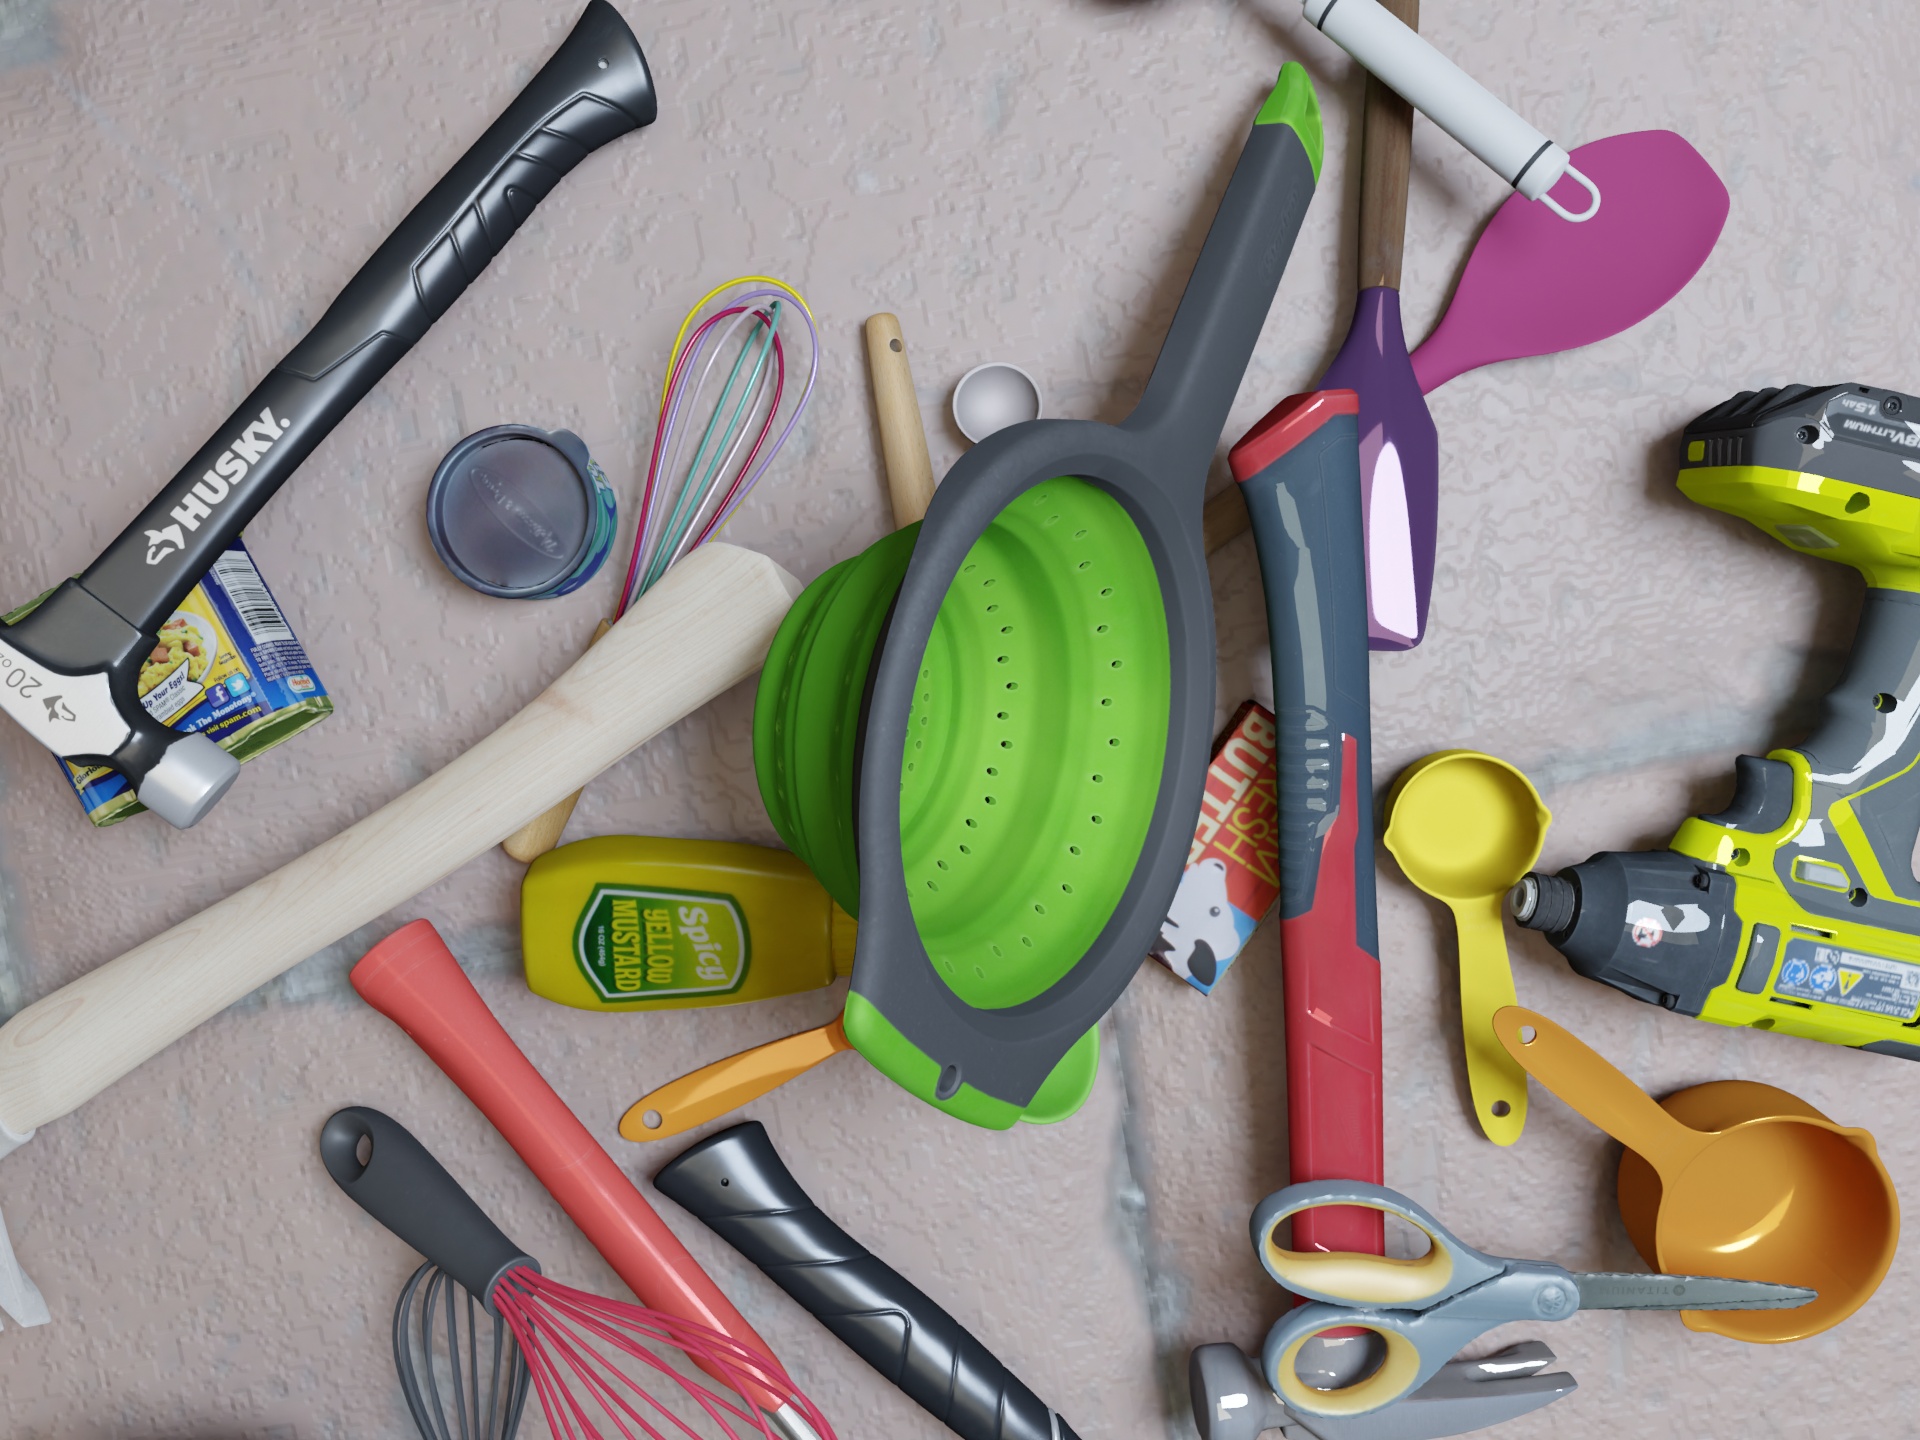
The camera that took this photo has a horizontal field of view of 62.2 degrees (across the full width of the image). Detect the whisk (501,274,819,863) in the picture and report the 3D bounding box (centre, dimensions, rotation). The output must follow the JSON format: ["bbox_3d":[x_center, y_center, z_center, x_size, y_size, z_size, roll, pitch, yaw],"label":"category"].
[{"bbox_3d":[-0.122,-0.056,0.610,0.047,0.051,0.245,21,101,-33],"label":"whisk"}]

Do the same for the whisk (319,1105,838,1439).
[{"bbox_3d":[-0.144,0.206,0.553,0.296,0.073,0.073,21,95,38],"label":"whisk"}]

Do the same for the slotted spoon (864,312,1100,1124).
[{"bbox_3d":[-0.001,-0.002,0.610,0.070,0.031,0.314,-10,89,-36],"label":"slotted spoon"}]

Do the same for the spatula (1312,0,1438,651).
[{"bbox_3d":[0.153,-0.183,0.588,0.060,0.018,0.316,4,88,7],"label":"spatula"}]

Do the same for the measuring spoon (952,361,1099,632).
[{"bbox_3d":[0.028,-0.076,0.607,0.034,0.018,0.124,-18,86,-2],"label":"measuring spoon"}]

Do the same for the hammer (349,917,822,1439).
[{"bbox_3d":[-0.100,0.216,0.593,0.359,0.149,0.037,48,55,5],"label":"hammer"}]

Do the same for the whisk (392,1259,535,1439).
[{"bbox_3d":[-0.189,0.316,0.632,0.055,0.055,0.239,-2,97,3],"label":"whisk"}]

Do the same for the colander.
[{"bbox_3d":[0.029,-0.068,0.550,0.094,0.204,0.397,9,67,34],"label":"colander"}]

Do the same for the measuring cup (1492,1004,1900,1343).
[{"bbox_3d":[0.258,0.153,0.589,0.173,0.052,0.095,38,97,-4],"label":"measuring cup"}]

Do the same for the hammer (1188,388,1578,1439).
[{"bbox_3d":[0.148,0.077,0.574,0.143,0.038,0.386,-4,99,-5],"label":"hammer"}]

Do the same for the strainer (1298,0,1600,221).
[{"bbox_3d":[0.125,-0.261,0.570,0.258,0.050,0.087,43,101,9],"label":"strainer"}]

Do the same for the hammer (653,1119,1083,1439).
[{"bbox_3d":[0.045,0.300,0.614,0.409,0.036,0.149,40,81,3],"label":"hammer"}]

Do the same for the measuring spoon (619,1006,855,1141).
[{"bbox_3d":[-0.084,0.142,0.632,0.117,0.011,0.021,-24,92,4],"label":"measuring spoon"}]

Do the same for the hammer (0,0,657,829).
[{"bbox_3d":[-0.230,-0.134,0.578,0.146,0.035,0.335,40,81,-11],"label":"hammer"}]

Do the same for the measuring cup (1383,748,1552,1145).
[{"bbox_3d":[0.197,0.086,0.611,0.062,0.029,0.156,-9,100,5],"label":"measuring cup"}]

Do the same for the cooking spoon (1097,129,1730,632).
[{"bbox_3d":[0.149,-0.113,0.603,0.319,0.017,0.069,-36,83,4],"label":"cooking spoon"}]

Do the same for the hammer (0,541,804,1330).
[{"bbox_3d":[-0.226,0.069,0.587,0.410,0.038,0.146,-31,72,9],"label":"hammer"}]

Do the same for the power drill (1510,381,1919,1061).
[{"bbox_3d":[0.302,0.001,0.568,0.171,0.080,0.223,12,96,-5],"label":"power drill"}]
